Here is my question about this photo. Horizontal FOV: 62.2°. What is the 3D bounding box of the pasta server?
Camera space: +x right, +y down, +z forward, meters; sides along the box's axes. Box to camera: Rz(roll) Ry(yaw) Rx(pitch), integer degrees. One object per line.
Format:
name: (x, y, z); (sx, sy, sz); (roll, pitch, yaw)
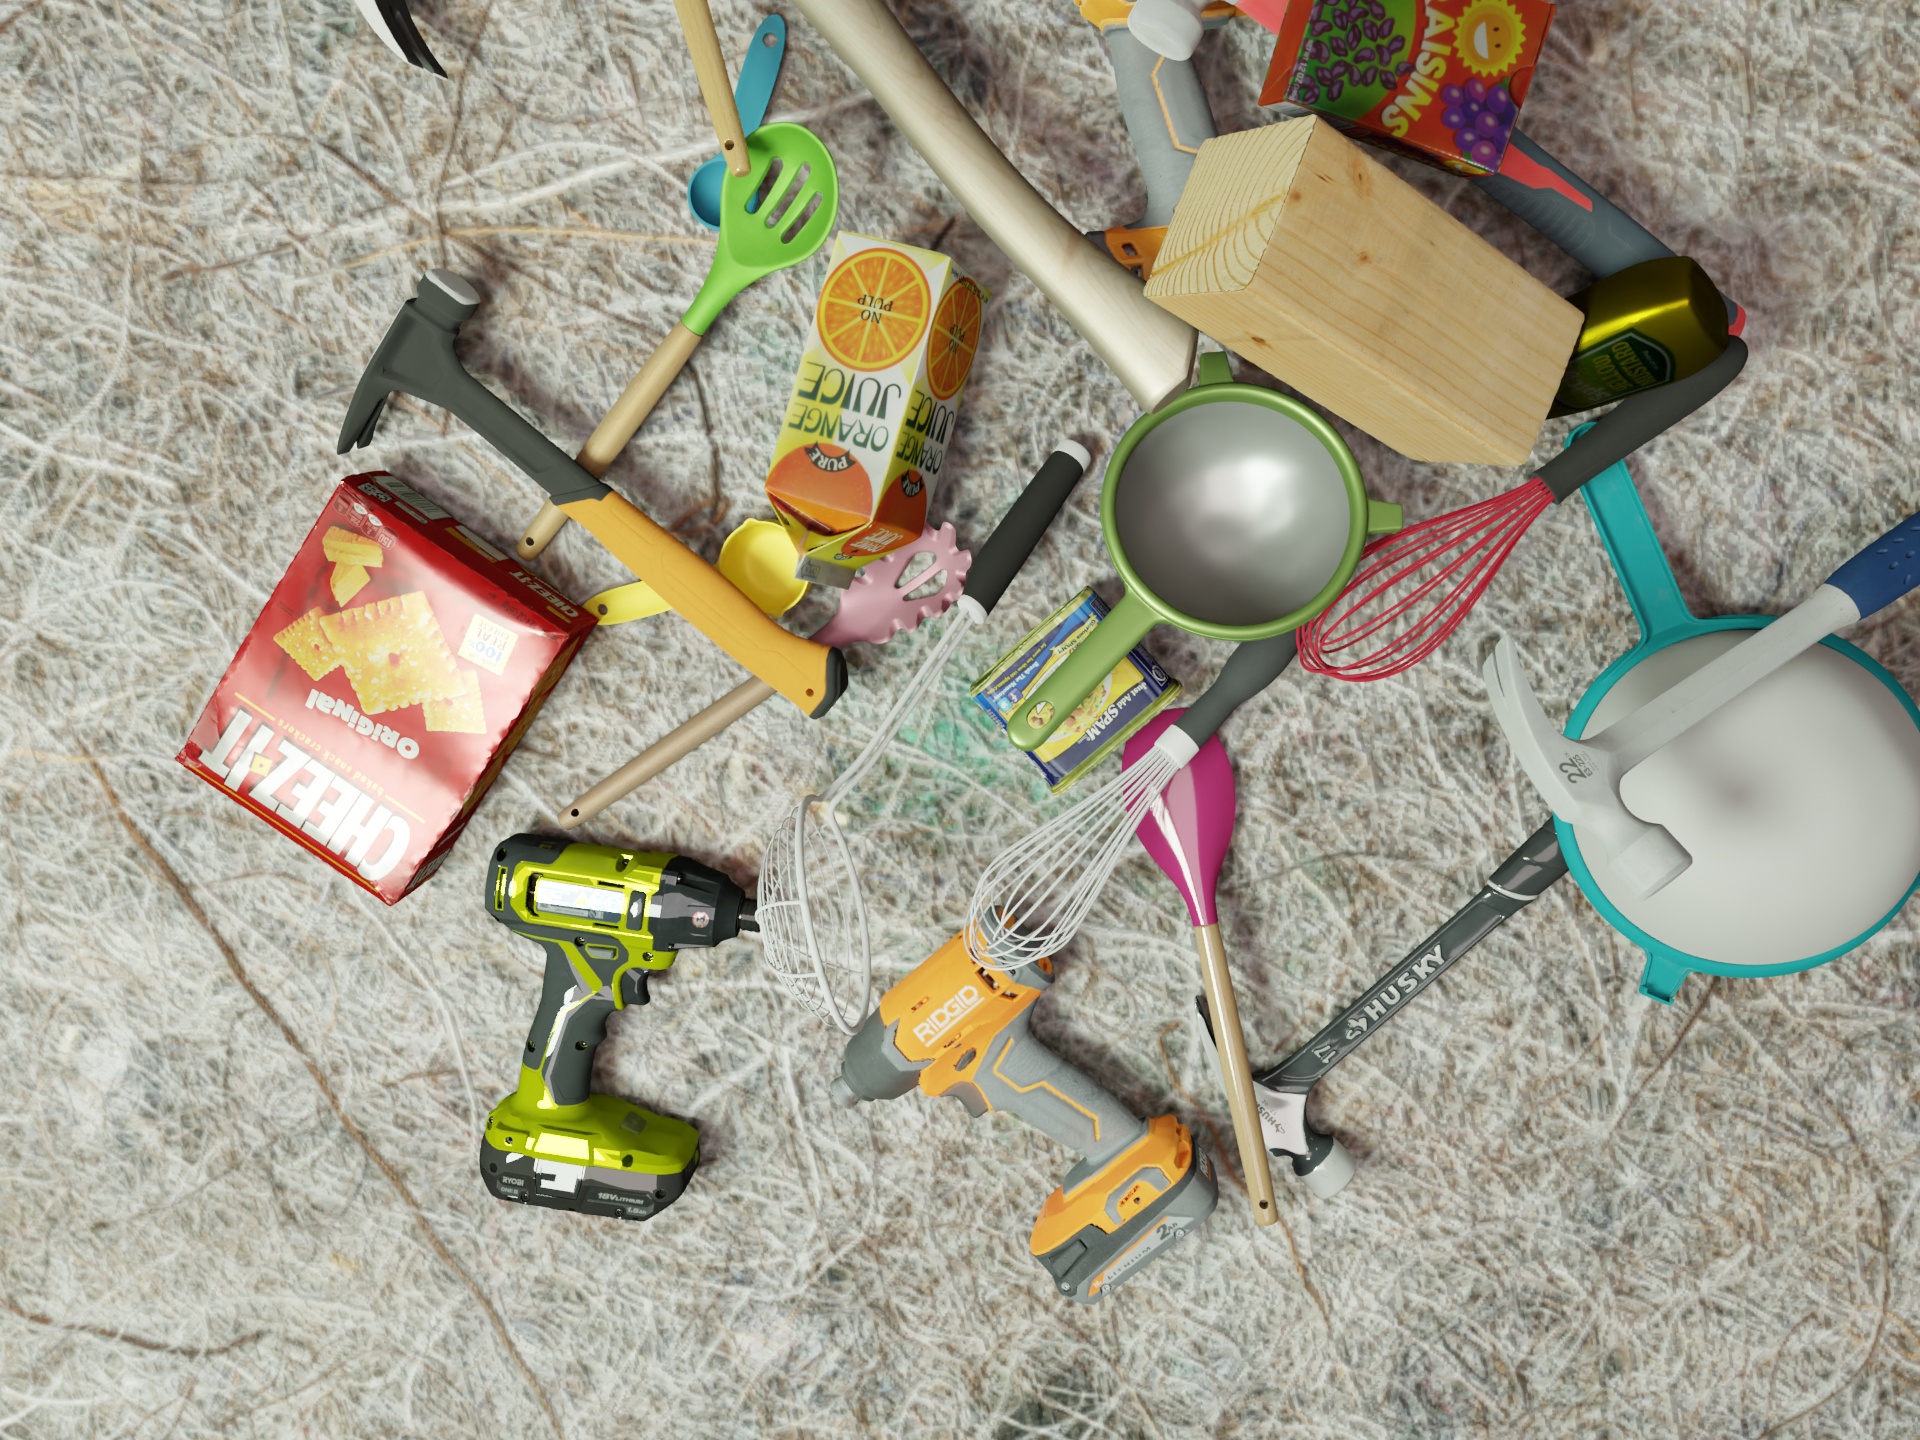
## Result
pasta server: (-0.125, -0.021, 0.978); (0.316, 0.040, 0.060); (-34, 85, 10)

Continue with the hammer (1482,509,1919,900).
hammer: (0.459, -0.063, 0.850); (0.405, 0.035, 0.144); (-29, 69, -17)

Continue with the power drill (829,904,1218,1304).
power drill: (0.035, 0.249, 1.000); (0.164, 0.084, 0.226); (-41, 92, 10)

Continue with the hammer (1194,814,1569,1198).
hammer: (0.320, 0.113, 0.978); (0.149, 0.036, 0.409); (45, 100, -4)

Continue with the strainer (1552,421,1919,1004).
strainer: (0.423, -0.015, 0.887); (0.211, 0.095, 0.340); (-23, 88, 10)

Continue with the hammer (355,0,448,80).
hammer: (-0.199, -0.469, 0.846); (0.335, 0.035, 0.146); (-16, 90, 22)

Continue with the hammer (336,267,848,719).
hammer: (-0.209, -0.111, 0.937); (0.337, 0.034, 0.127); (39, 112, -2)

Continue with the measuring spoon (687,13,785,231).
measuring spoon: (-0.125, -0.346, 0.928); (0.042, 0.021, 0.128); (17, 92, 0)

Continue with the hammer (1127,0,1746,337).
hammer: (0.281, -0.323, 0.845); (0.386, 0.038, 0.143); (28, 99, -17)

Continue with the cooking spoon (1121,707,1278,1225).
cooking spoon: (0.156, 0.150, 0.974); (0.069, 0.017, 0.319); (-12, 88, 7)

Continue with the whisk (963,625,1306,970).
whisk: (0.106, 0.038, 0.945); (0.070, 0.070, 0.284); (45, 84, -5)

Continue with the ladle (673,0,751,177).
ladle: (-0.164, -0.446, 0.867); (0.069, 0.031, 0.315); (-18, 88, 18)

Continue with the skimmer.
skimmer: (-0.001, -0.003, 0.885); (0.090, 0.127, 0.363); (26, 72, 24)

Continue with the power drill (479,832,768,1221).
power drill: (-0.218, 0.192, 1.007); (0.171, 0.080, 0.223); (9, 98, 2)

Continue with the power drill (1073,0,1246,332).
power drill: (0.153, -0.331, 0.881); (0.185, 0.084, 0.226); (-5, 104, 2)

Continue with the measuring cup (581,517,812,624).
measuring cup: (-0.161, -0.084, 0.979); (0.156, 0.029, 0.062); (-12, 101, 18)

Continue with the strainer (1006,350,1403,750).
strainer: (0.118, -0.075, 0.915); (0.151, 0.069, 0.256); (43, 84, 7)

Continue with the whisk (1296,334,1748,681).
whisk: (0.316, -0.119, 0.902); (0.296, 0.073, 0.073); (-38, 97, 11)

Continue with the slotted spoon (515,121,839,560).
slotted spoon: (-0.173, -0.211, 0.927); (0.070, 0.031, 0.313); (42, 111, 0)

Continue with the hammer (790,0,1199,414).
hammer: (-0.023, -0.324, 0.870); (0.146, 0.038, 0.411); (-40, 83, 11)
